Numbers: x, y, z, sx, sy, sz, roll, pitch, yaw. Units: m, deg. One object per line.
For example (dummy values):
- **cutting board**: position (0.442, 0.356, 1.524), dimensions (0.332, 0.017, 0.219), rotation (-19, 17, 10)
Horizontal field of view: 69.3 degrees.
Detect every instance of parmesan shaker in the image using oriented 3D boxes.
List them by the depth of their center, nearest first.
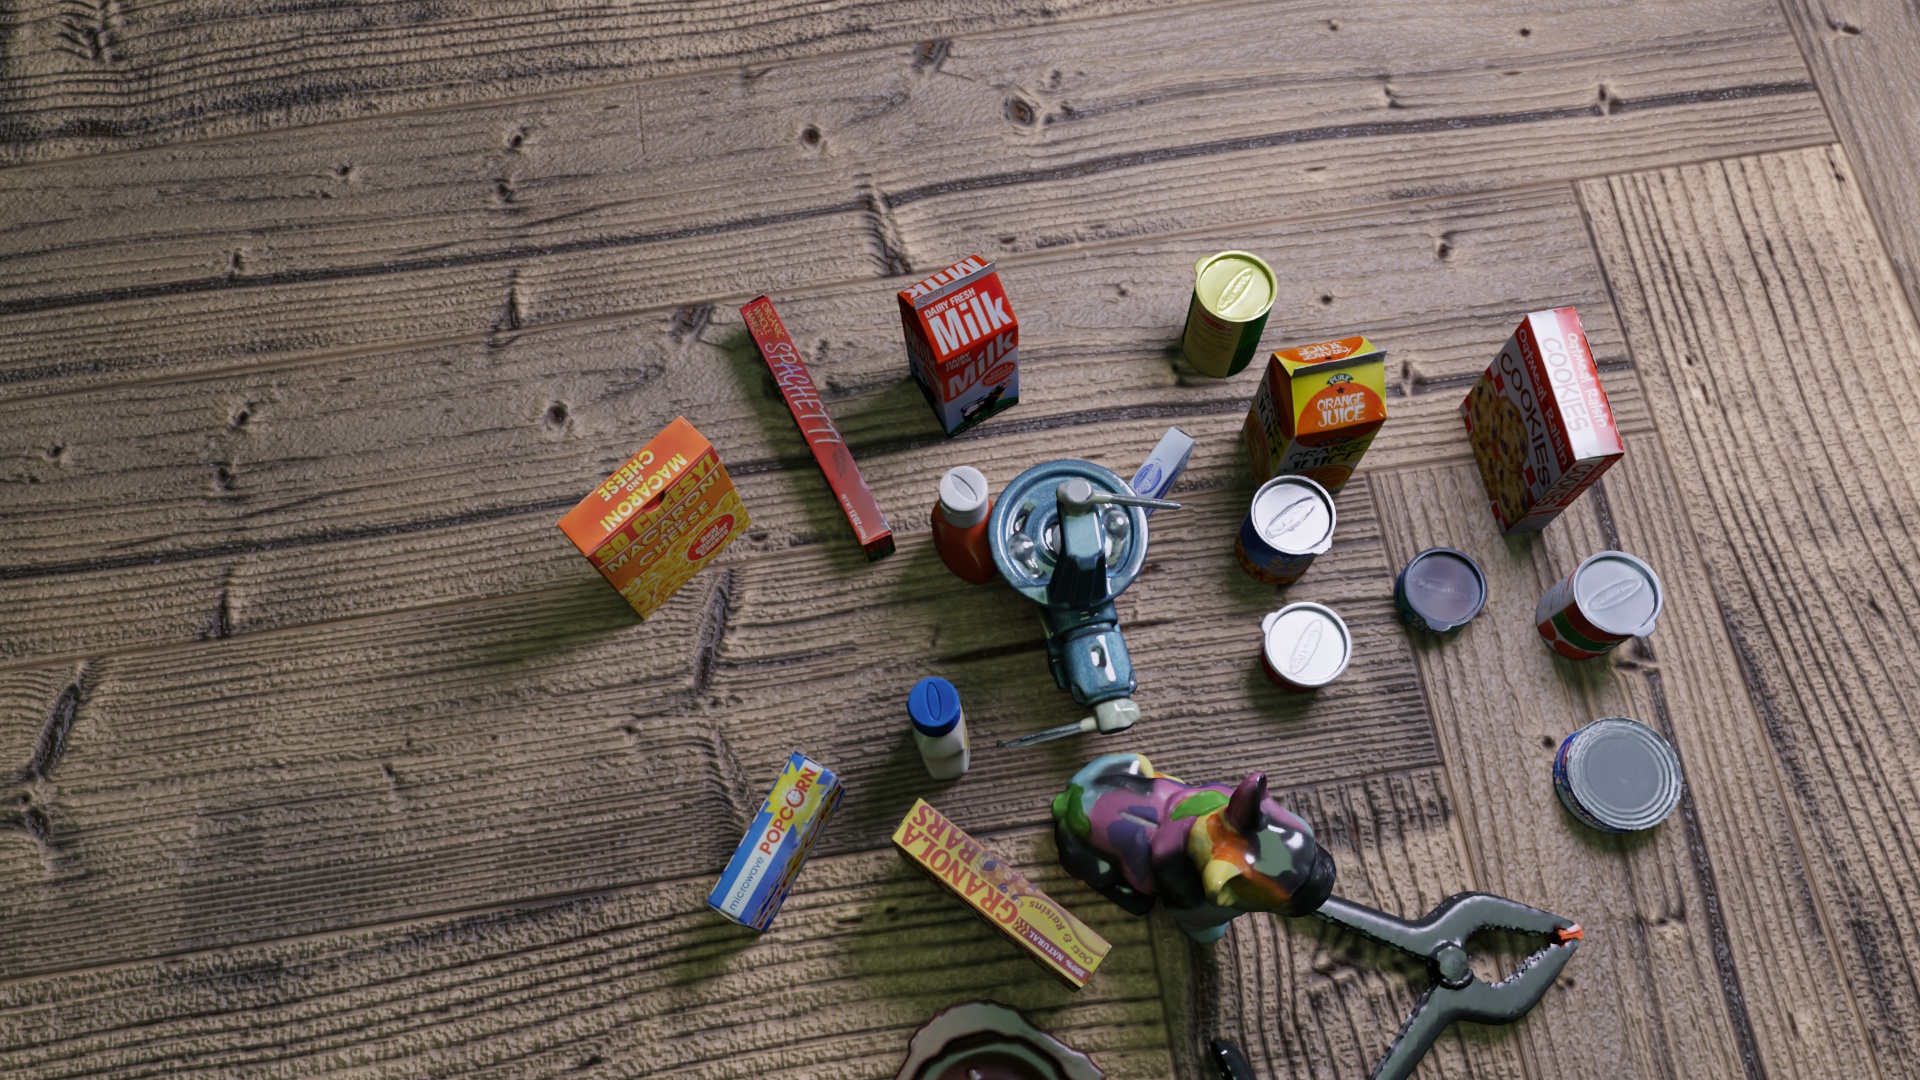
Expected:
- **parmesan shaker**: position (0.222, -0.191, 1.169), dimensions (0.071, 0.102, 0.071), rotation (-1, 71, 2)

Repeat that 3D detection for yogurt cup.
- **yogurt cup**: position (0.269, 0.088, 1.094), dimensions (0.072, 0.053, 0.072), rotation (-1, 71, 2)

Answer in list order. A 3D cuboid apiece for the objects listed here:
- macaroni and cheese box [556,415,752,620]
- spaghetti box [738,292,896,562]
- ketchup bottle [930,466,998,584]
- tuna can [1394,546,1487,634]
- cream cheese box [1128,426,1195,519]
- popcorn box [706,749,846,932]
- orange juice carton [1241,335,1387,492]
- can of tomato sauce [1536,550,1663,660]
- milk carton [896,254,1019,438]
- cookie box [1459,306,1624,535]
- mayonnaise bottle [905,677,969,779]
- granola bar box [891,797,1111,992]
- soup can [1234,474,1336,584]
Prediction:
- **macaroni and cheese box**: position (-0.233, -0.013, 1.086), dimensions (0.040, 0.166, 0.124), rotation (43, 77, 15)
- **spaghetti box**: position (-0.122, -0.097, 1.174), dimensions (0.029, 0.050, 0.250), rotation (-26, 72, -7)
- **ketchup bottle**: position (0.004, -0.014, 1.089), dimensions (0.043, 0.148, 0.065), rotation (-42, 75, -12)
- **tuna can**: position (0.385, 0.044, 1.118), dimensions (0.071, 0.032, 0.071), rotation (-1, 70, 2)
- **cream cheese box**: position (0.153, -0.041, 1.144), dimensions (0.024, 0.053, 0.104), rotation (34, 75, 13)
- **popcorn box**: position (-0.136, 0.227, 1.040), dimensions (0.038, 0.085, 0.127), rotation (27, 73, 11)
- **orange juice carton**: position (0.277, -0.099, 1.088), dimensions (0.072, 0.192, 0.073), rotation (-10, 71, -2)
- **can of tomato sauce**: position (0.498, 0.054, 1.084), dimensions (0.071, 0.083, 0.071), rotation (-1, 71, 2)
- **milk carton**: position (0.000, -0.162, 1.120), dimensions (0.072, 0.190, 0.073), rotation (-28, 72, -7)
- **cookie box**: position (0.453, -0.090, 1.092), dimensions (0.040, 0.167, 0.123), rotation (-9, 71, -1)
- **mayonnaise bottle**: position (-0.016, 0.137, 1.036), dimensions (0.041, 0.147, 0.065), rotation (-10, 71, -2)
- **granola bar box**: position (0.028, 0.259, 1.003), dimensions (0.166, 0.124, 0.039), rotation (35, 76, 13)
- **soup can**: position (0.260, -0.005, 1.112), dimensions (0.071, 0.083, 0.071), rotation (-1, 71, 2)
